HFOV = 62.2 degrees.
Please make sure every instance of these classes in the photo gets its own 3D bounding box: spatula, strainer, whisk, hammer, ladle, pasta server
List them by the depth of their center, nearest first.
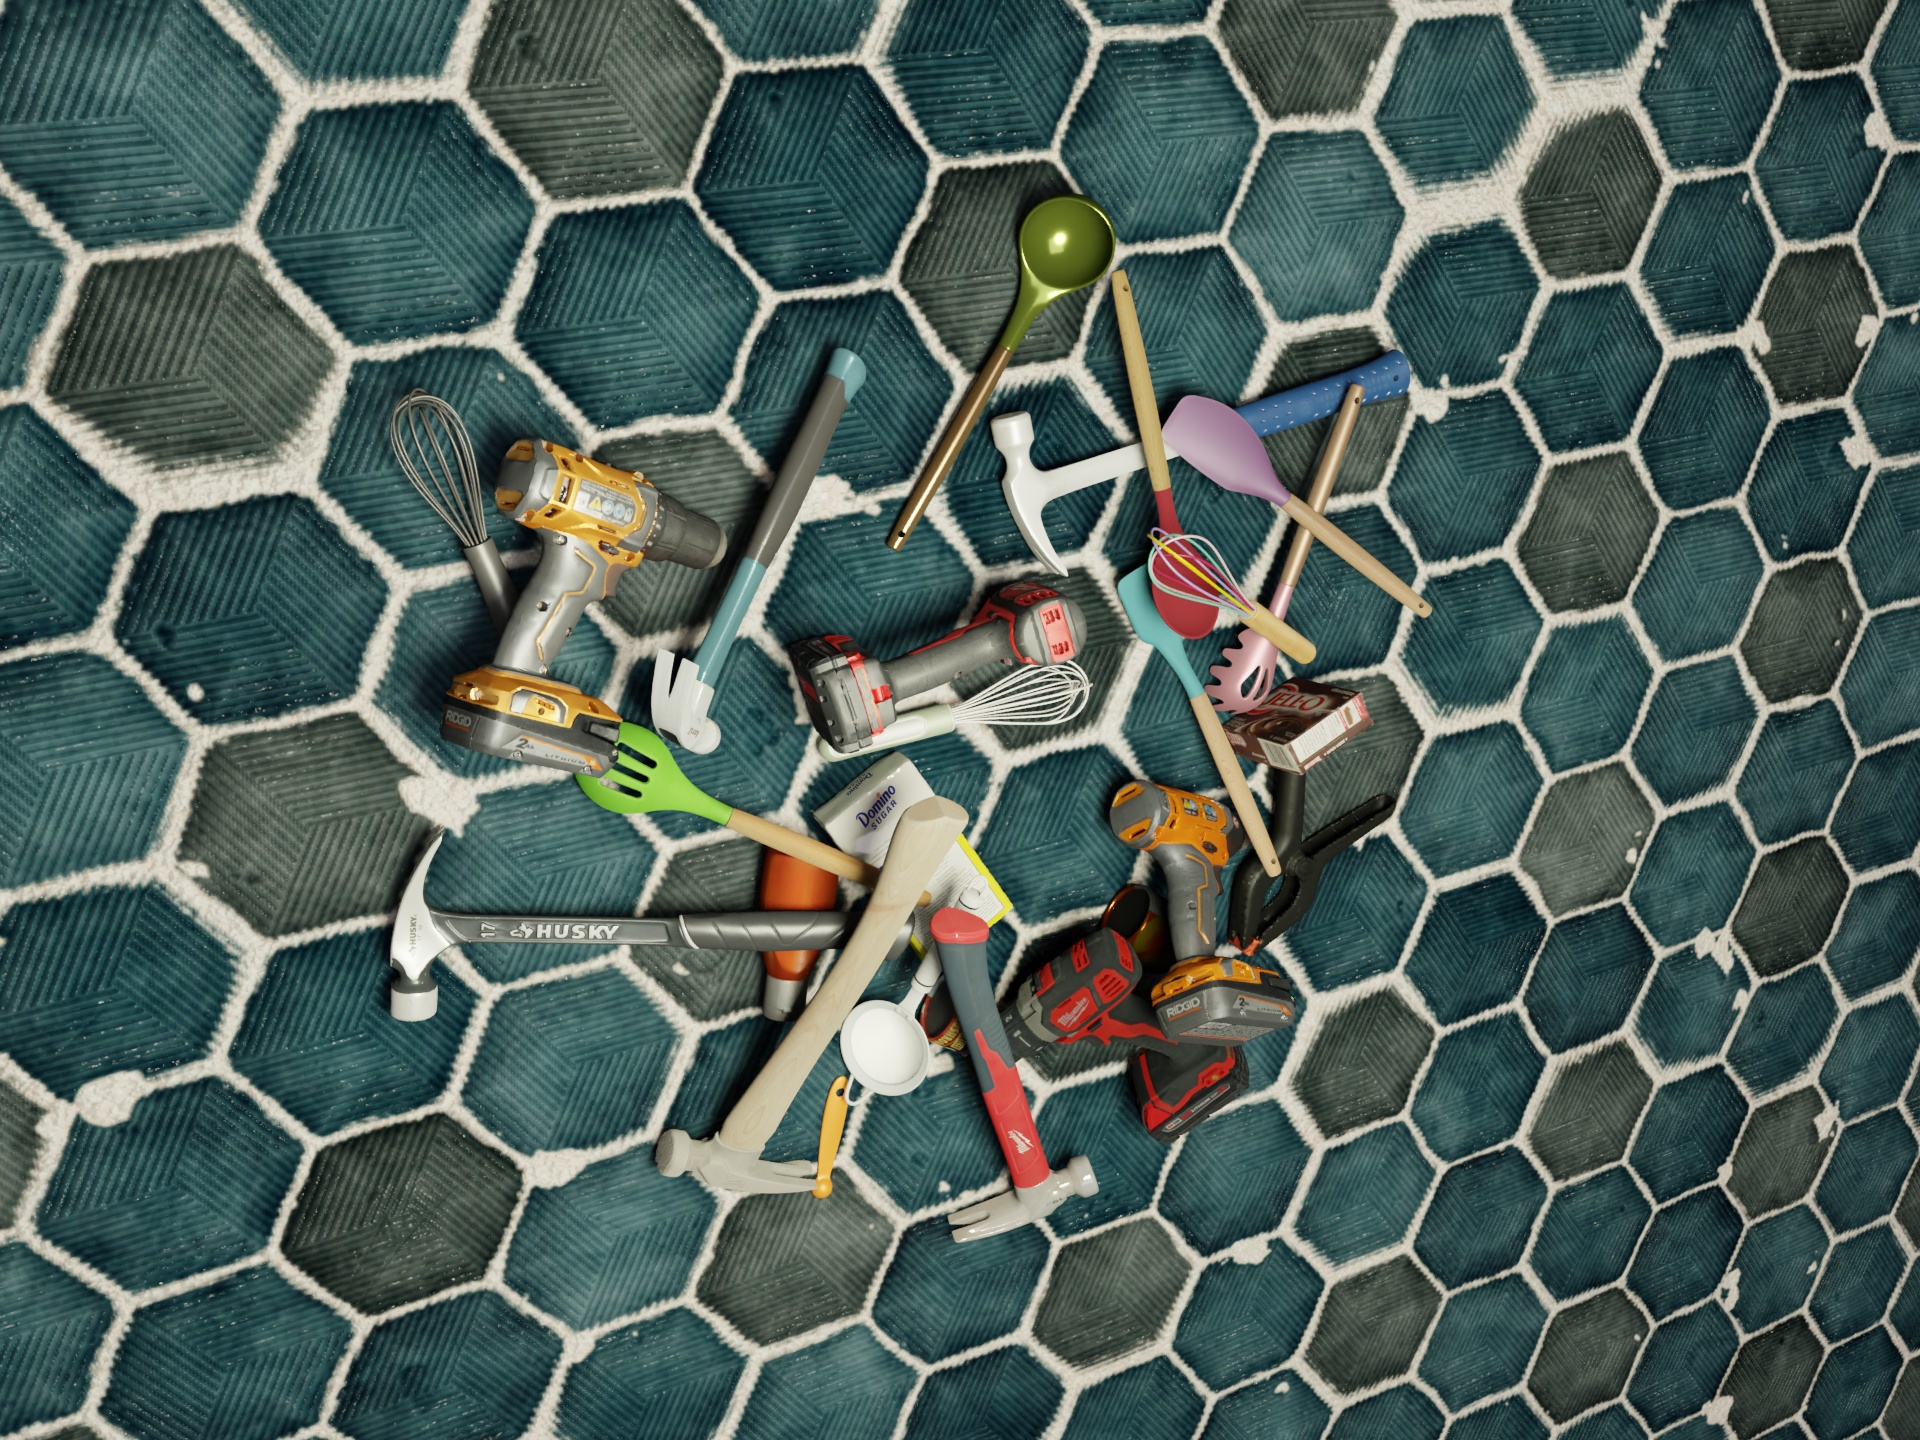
[{"bbox_3d":[-0.353,-0.128,1.163,0.055,0.055,0.238,-26,116,-16],"label":"whisk"},{"bbox_3d":[-0.153,-0.134,1.230,0.033,0.128,0.331,23,85,11],"label":"hammer"},{"bbox_3d":[-0.236,0.162,1.263,0.408,0.036,0.149,2,102,-16],"label":"hammer"},{"bbox_3d":[0.025,-0.278,1.287,0.078,0.062,0.320,29,93,-9],"label":"ladle"},{"bbox_3d":[-0.098,0.233,1.296,0.146,0.038,0.410,18,115,-30],"label":"hammer"},{"bbox_3d":[0.164,-0.220,1.339,0.069,0.031,0.315,-24,110,-29],"label":"ladle"},{"bbox_3d":[-0.002,-0.004,1.349,0.246,0.059,0.058,-14,96,-15],"label":"whisk"},{"bbox_3d":[-0.034,0.230,1.360,0.087,0.050,0.258,35,118,14],"label":"strainer"},{"bbox_3d":[0.236,-0.100,1.363,0.244,0.047,0.051,28,73,-41],"label":"whisk"},{"bbox_3d":[0.018,0.312,1.375,0.143,0.038,0.385,-20,127,-4],"label":"hammer"},{"bbox_3d":[0.221,-0.246,1.392,0.405,0.035,0.144,-20,110,-18],"label":"hammer"},{"bbox_3d":[0.305,-0.182,1.401,0.315,0.018,0.060,34,89,-20],"label":"spatula"},{"bbox_3d":[0.227,0.001,1.434,0.082,0.044,0.317,-28,100,-19],"label":"spatula"},{"bbox_3d":[0.300,-0.150,1.437,0.060,0.040,0.316,13,101,-26],"label":"pasta server"}]

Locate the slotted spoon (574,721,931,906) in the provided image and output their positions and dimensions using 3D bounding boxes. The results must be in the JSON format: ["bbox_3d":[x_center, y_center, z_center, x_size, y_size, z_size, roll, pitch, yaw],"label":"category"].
[{"bbox_3d":[-0.161,0.085,1.276,0.313,0.031,0.070,25,89,-16],"label":"slotted spoon"}]

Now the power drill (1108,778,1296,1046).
[{"bbox_3d":[0.223,0.169,1.417,0.164,0.084,0.227,15,55,-41],"label":"power drill"}]

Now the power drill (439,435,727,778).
[{"bbox_3d":[-0.272,-0.076,1.174,0.185,0.084,0.226,17,87,-45],"label":"power drill"}]

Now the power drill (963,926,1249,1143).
[{"bbox_3d":[0.132,0.299,1.453,0.188,0.080,0.226,-41,121,20],"label":"power drill"}]

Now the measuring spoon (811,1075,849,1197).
[{"bbox_3d":[-0.114,0.372,1.413,0.021,0.011,0.117,6,100,-25],"label":"measuring spoon"}]

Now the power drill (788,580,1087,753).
[{"bbox_3d":[-0.019,-0.054,1.283,0.219,0.143,0.078,-20,107,-11],"label":"power drill"}]
